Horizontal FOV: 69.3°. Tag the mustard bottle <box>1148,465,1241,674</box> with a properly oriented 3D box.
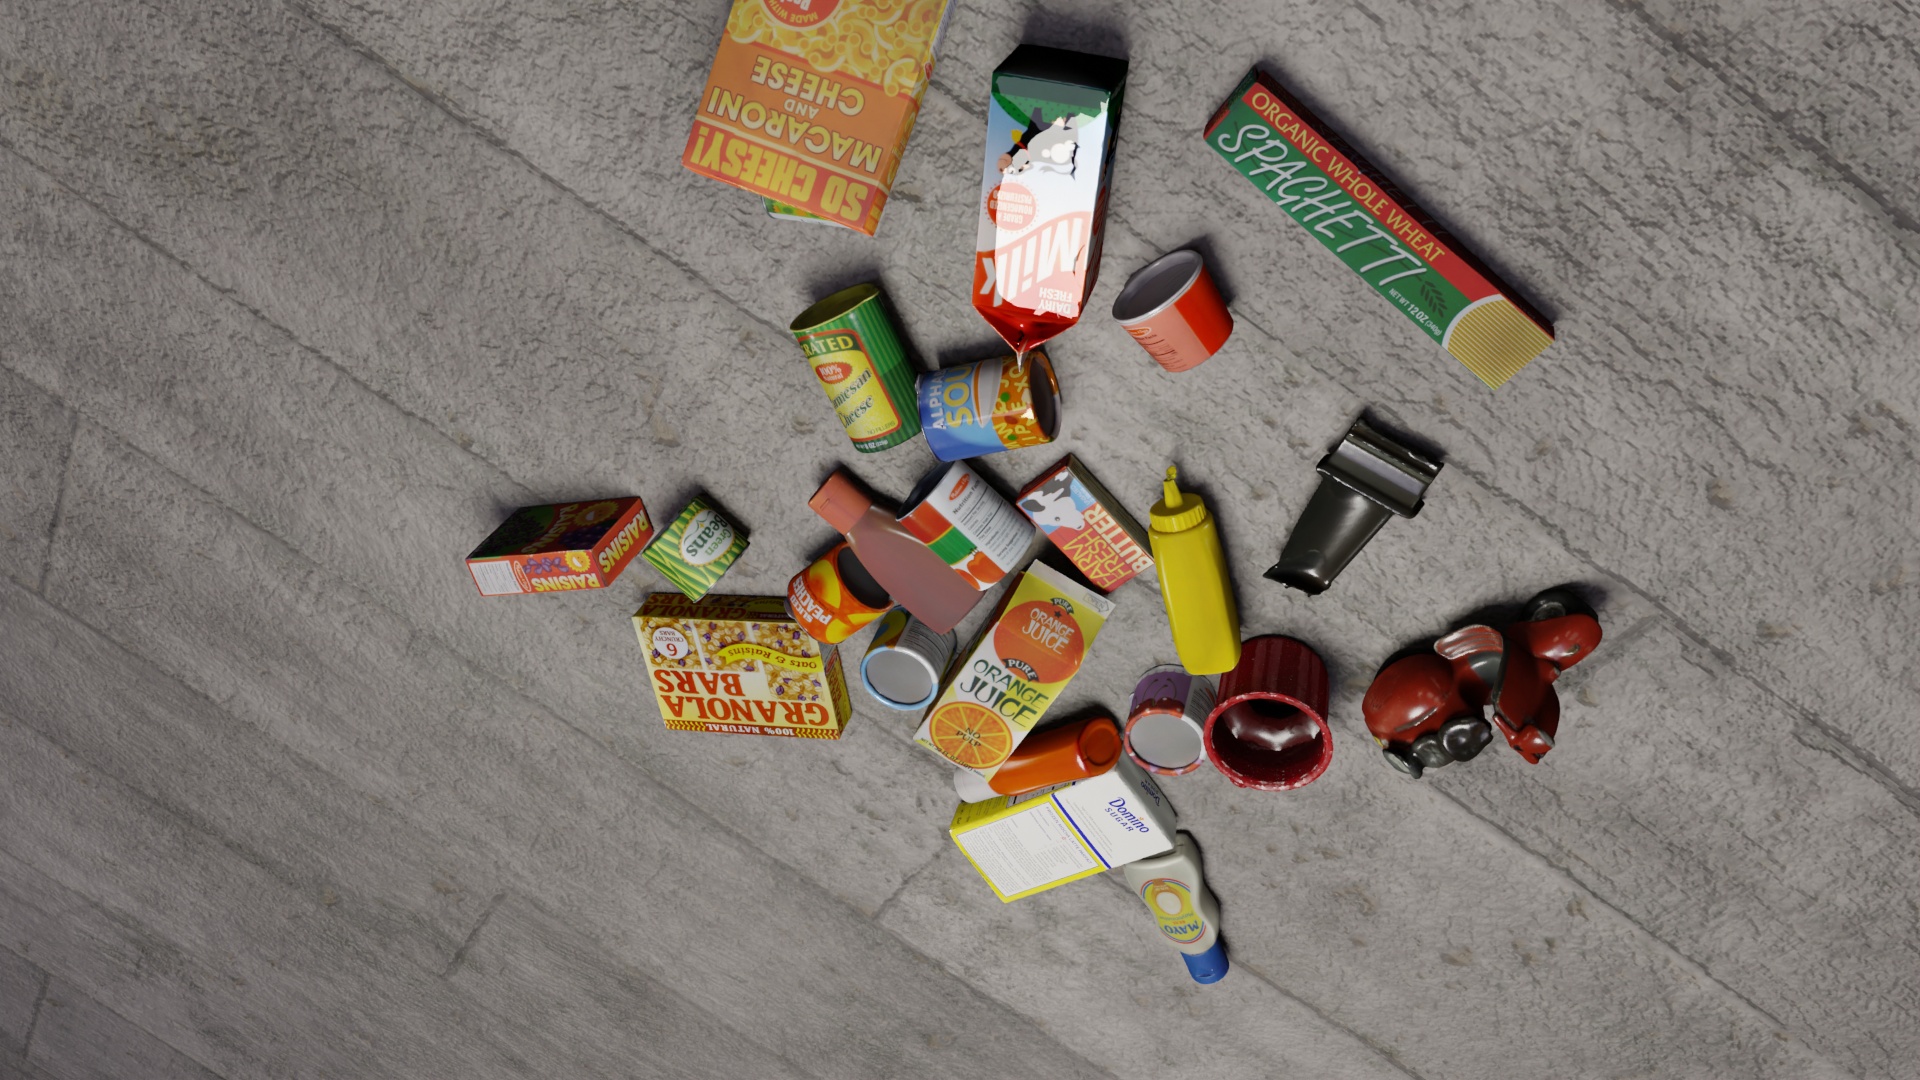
[{"bbox_3d":[0.166,0.017,1.002,0.049,0.065,0.159,-10,113,17],"label":"mustard bottle"}]

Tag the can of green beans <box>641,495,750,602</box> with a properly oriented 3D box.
[{"bbox_3d":[-0.212,0.006,1.112,0.058,0.071,0.071,44,124,-12],"label":"can of green beans"}]

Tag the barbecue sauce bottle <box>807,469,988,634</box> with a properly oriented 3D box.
[{"bbox_3d":[-0.050,0.006,1.073,0.148,0.044,0.064,40,118,-9],"label":"barbecue sauce bottle"}]

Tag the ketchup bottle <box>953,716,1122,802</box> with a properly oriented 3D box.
[{"bbox_3d":[0.059,0.184,1.147,0.148,0.065,0.043,-23,91,38],"label":"ketchup bottle"}]

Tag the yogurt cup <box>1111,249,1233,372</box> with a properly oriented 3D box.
[{"bbox_3d":[0.140,-0.146,0.901,0.072,0.073,0.054,-26,119,30],"label":"yogurt cup"}]

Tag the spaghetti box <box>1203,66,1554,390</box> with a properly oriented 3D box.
[{"bbox_3d":[0.258,-0.189,0.855,0.250,0.029,0.050,38,125,-9],"label":"spaghetti box"}]

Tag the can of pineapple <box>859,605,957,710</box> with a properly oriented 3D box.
[{"bbox_3d":[-0.043,0.096,1.121,0.071,0.058,0.070,8,125,13],"label":"can of pineapple"}]

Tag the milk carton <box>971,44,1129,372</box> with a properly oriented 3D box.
[{"bbox_3d":[0.054,-0.206,0.883,0.073,0.073,0.189,12,125,10],"label":"milk carton"}]

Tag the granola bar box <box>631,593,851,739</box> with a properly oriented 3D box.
[{"bbox_3d":[-0.184,0.107,1.186,0.165,0.039,0.123,1,122,17],"label":"granola bar box"}]

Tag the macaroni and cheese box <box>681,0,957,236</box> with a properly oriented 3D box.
[{"bbox_3d":[-0.084,-0.286,0.850,0.124,0.040,0.166,21,96,4],"label":"macaroni and cheese box"}]

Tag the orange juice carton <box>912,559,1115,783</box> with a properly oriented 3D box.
[{"bbox_3d":[0.043,0.095,1.084,0.072,0.073,0.191,31,126,-3],"label":"orange juice carton"}]

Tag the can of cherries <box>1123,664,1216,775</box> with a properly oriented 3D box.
[{"bbox_3d":[0.162,0.141,1.084,0.071,0.059,0.071,8,124,12],"label":"can of cherries"}]

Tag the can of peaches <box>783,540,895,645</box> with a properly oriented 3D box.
[{"bbox_3d":[-0.095,0.041,1.094,0.058,0.071,0.071,-35,107,32],"label":"can of peaches"}]

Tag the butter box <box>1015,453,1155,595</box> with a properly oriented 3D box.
[{"bbox_3d":[0.095,-0.011,1.028,0.053,0.024,0.103,-36,106,32],"label":"butter box"}]

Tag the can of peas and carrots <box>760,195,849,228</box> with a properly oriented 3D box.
[{"bbox_3d":[-0.092,-0.243,0.910,0.059,0.071,0.070,10,125,11],"label":"can of peas and carrots"}]

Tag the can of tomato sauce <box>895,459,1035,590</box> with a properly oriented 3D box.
[{"bbox_3d":[0.004,-0.013,1.031,0.083,0.071,0.071,42,125,-12],"label":"can of tomato sauce"}]

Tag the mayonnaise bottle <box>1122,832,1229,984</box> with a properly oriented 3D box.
[{"bbox_3d":[0.193,0.320,1.202,0.064,0.041,0.147,-15,116,24],"label":"mayonnaise bottle"}]

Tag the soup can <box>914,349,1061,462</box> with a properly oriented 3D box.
[{"bbox_3d":[0.020,-0.095,0.969,0.083,0.072,0.071,-9,119,22],"label":"soup can"}]

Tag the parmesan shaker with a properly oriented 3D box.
[{"bbox_3d":[-0.065,-0.121,0.980,0.071,0.072,0.102,-15,116,26],"label":"parmesan shaker"}]

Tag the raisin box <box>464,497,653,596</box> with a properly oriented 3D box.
[{"bbox_3d":[-0.326,0.006,1.136,0.123,0.086,0.040,-5,119,21],"label":"raisin box"}]
